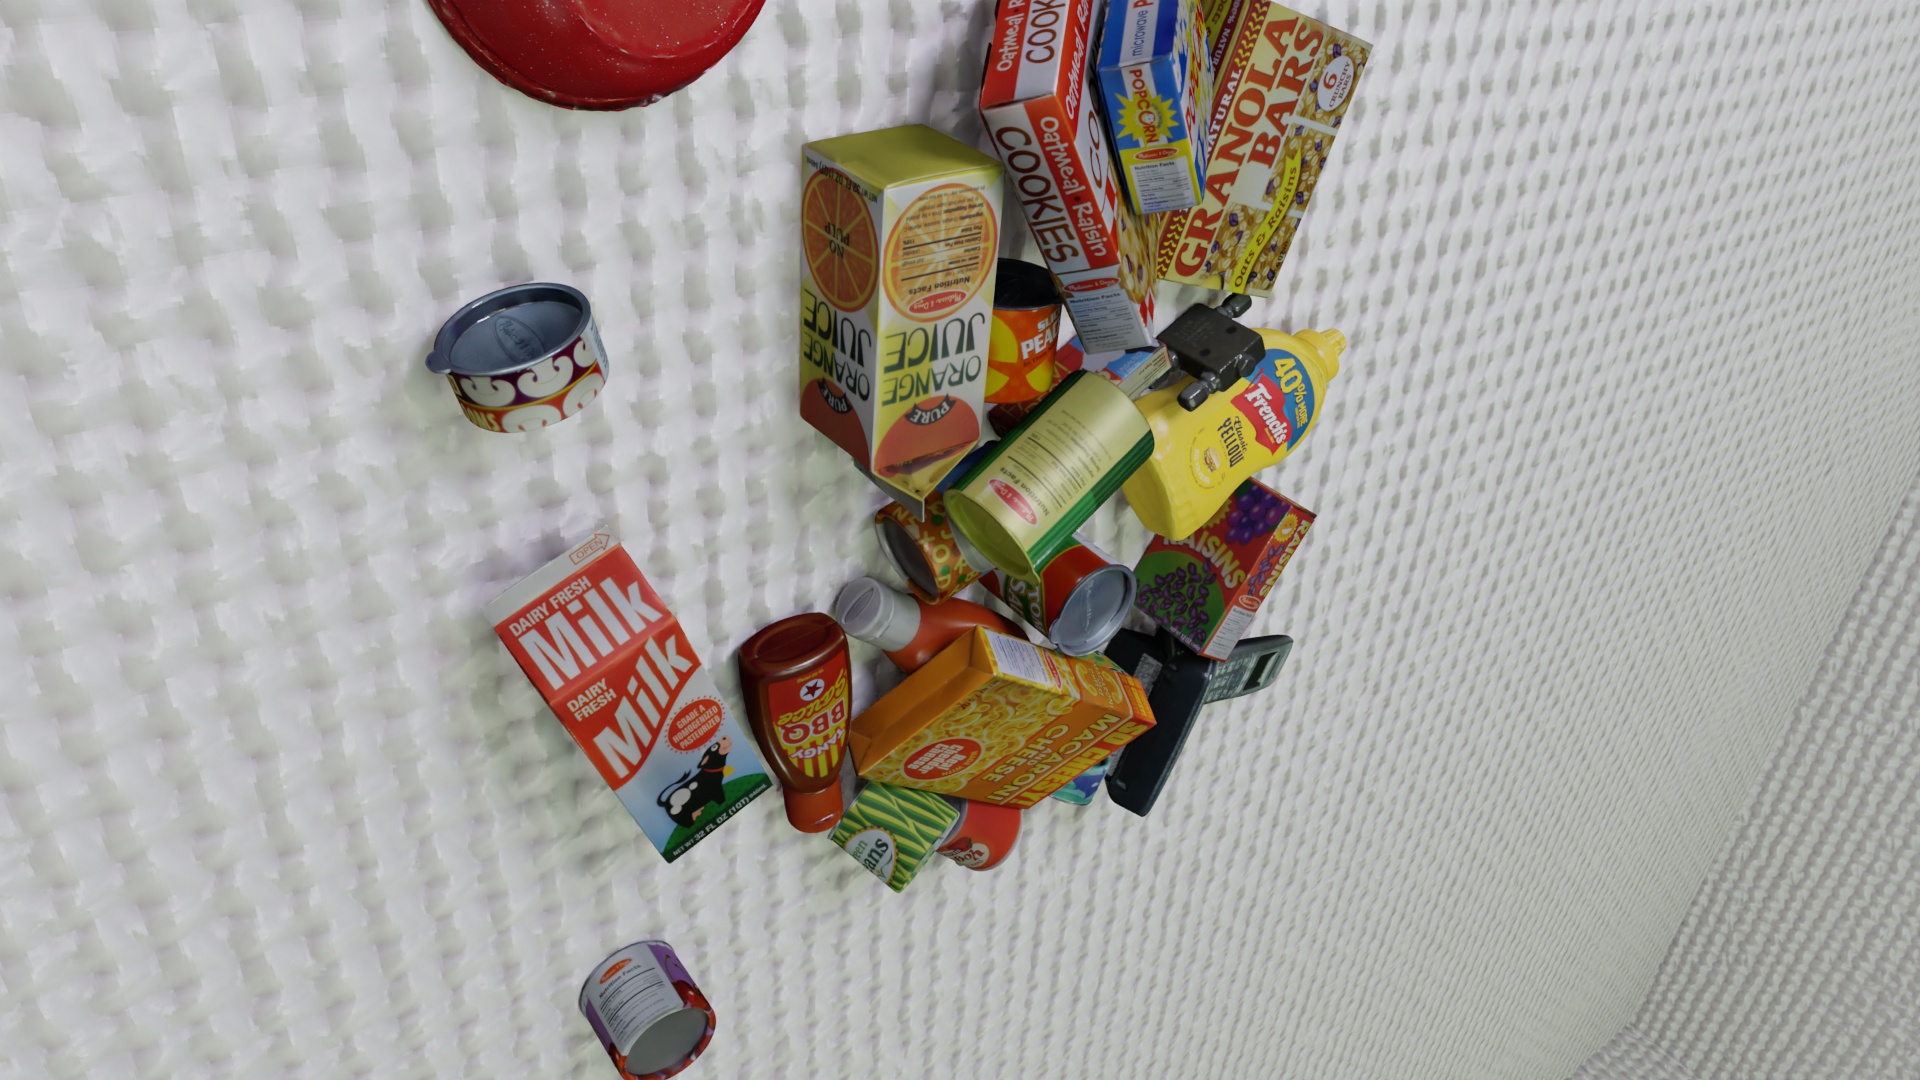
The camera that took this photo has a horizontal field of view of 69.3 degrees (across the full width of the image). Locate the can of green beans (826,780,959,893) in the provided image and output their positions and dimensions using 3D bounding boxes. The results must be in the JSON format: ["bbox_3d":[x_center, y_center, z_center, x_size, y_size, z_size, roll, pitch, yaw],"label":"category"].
[{"bbox_3d":[-0.043,0.187,0.909,0.071,0.058,0.071,-50,169,-13],"label":"can of green beans"}]

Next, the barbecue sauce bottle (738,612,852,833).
[{"bbox_3d":[-0.094,0.114,0.836,0.065,0.044,0.147,-23,133,-25],"label":"barbecue sauce bottle"}]

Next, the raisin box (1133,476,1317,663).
[{"bbox_3d":[0.182,0.012,0.988,0.040,0.086,0.123,19,105,-47],"label":"raisin box"}]

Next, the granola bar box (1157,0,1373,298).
[{"bbox_3d":[0.167,-0.233,0.829,0.124,0.039,0.164,-1,119,-43],"label":"granola bar box"}]

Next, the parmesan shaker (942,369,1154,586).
[{"bbox_3d":[0.051,-0.034,0.761,0.103,0.071,0.071,-44,140,-16],"label":"parmesan shaker"}]

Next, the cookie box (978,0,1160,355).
[{"bbox_3d":[0.060,-0.196,0.702,0.166,0.040,0.123,58,33,-48],"label":"cookie box"}]

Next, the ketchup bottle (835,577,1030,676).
[{"bbox_3d":[-0.017,0.061,0.869,0.064,0.044,0.148,-48,141,11],"label":"ketchup bottle"}]

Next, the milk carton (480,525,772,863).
[{"bbox_3d":[-0.171,0.075,0.711,0.072,0.073,0.189,-37,138,-17],"label":"milk carton"}]

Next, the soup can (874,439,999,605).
[{"bbox_3d":[0.003,-0.010,0.814,0.084,0.071,0.071,-33,137,-20],"label":"soup can"}]

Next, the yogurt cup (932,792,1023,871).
[{"bbox_3d":[0.002,0.193,0.971,0.054,0.072,0.072,27,99,-42],"label":"yogurt cup"}]

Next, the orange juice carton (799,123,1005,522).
[{"bbox_3d":[-0.033,-0.105,0.709,0.073,0.072,0.191,-20,130,-32],"label":"orange juice carton"}]

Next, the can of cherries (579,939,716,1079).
[{"bbox_3d":[-0.193,0.295,0.865,0.072,0.058,0.071,-24,132,-29],"label":"can of cherries"}]

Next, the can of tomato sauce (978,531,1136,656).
[{"bbox_3d":[0.058,0.025,0.882,0.071,0.083,0.070,-24,133,-29],"label":"can of tomato sauce"}]

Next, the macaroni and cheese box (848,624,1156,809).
[{"bbox_3d":[0.028,0.118,0.893,0.123,0.040,0.166,-39,142,27],"label":"macaroni and cheese box"}]

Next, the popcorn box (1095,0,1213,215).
[{"bbox_3d":[0.101,-0.237,0.703,0.085,0.038,0.127,65,27,-43],"label":"popcorn box"}]

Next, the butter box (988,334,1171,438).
[{"bbox_3d":[0.072,-0.090,0.834,0.104,0.053,0.024,-42,142,-11],"label":"butter box"}]

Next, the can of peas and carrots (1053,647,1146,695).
[{"bbox_3d":[0.093,0.112,0.999,0.071,0.059,0.070,-25,134,-29],"label":"can of peas and carrots"}]

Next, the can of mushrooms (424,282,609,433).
[{"bbox_3d":[-0.187,-0.077,0.589,0.071,0.071,0.033,-32,138,-22],"label":"can of mushrooms"}]

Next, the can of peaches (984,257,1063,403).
[{"bbox_3d":[0.023,-0.114,0.757,0.071,0.071,0.057,-19,131,-33],"label":"can of peaches"}]

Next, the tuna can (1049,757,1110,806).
[{"bbox_3d":[0.076,0.161,1.013,0.071,0.071,0.032,11,111,-47],"label":"tuna can"}]
